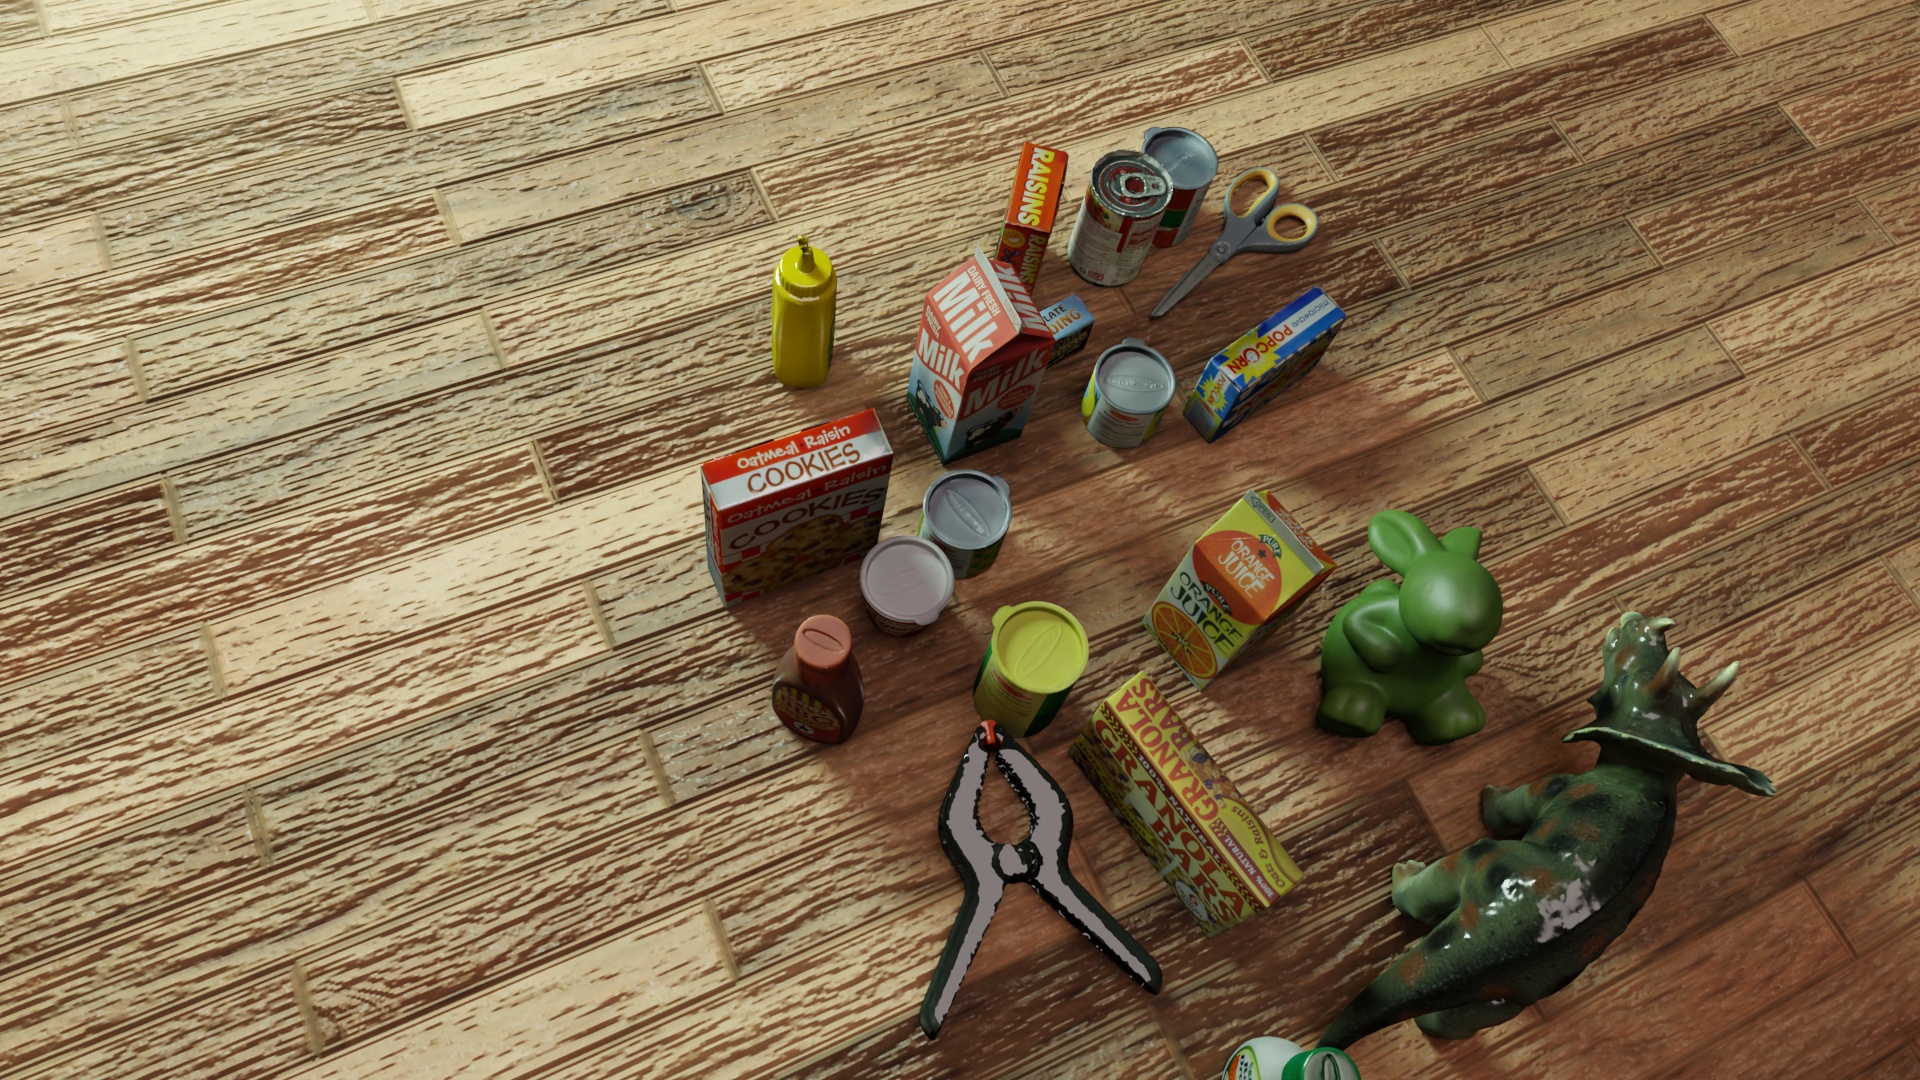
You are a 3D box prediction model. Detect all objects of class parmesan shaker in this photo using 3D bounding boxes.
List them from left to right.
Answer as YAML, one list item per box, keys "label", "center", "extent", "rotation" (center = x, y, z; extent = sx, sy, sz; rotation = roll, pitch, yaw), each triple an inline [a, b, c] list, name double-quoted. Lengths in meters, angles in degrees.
- label: "parmesan shaker"
  center: [0.046, 0.091, 0.979]
  extent: [0.071, 0.102, 0.071]
  rotation: [3, 65, -7]

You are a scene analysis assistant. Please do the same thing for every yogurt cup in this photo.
- label: "yogurt cup"
  center: [-0.041, 0.037, 1.019]
  extent: [0.072, 0.053, 0.072]
  rotation: [3, 65, -7]

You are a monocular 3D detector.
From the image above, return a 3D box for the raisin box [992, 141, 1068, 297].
- label: "raisin box"
  center: [0.052, -0.249, 1.129]
  extent: [0.040, 0.123, 0.086]
  rotation: [14, 64, -2]

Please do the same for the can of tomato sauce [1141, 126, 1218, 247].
- label: "can of tomato sauce"
  center: [0.176, -0.304, 1.195]
  extent: [0.071, 0.082, 0.071]
  rotation: [3, 65, -7]

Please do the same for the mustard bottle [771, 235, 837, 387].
- label: "mustard bottle"
  center: [-0.118, -0.177, 1.050]
  extent: [0.049, 0.159, 0.065]
  rotation: [2, 65, -7]

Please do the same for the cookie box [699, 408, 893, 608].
- label: "cookie box"
  center: [-0.116, -0.021, 0.972]
  extent: [0.123, 0.166, 0.040]
  rotation: [-20, 70, -16]

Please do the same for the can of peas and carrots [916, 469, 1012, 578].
- label: "can of peas and carrots"
  center: [0.004, -0.013, 1.046]
  extent: [0.071, 0.058, 0.071]
  rotation: [3, 65, -7]

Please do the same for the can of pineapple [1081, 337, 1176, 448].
- label: "can of pineapple"
  center: [0.135, -0.117, 1.115]
  extent: [0.071, 0.057, 0.071]
  rotation: [3, 65, -7]

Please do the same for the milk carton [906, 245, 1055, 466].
- label: "milk carton"
  center: [0.015, -0.137, 1.034]
  extent: [0.073, 0.189, 0.072]
  rotation: [-22, 70, -17]

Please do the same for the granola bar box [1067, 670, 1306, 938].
- label: "granola bar box"
  center: [0.146, 0.182, 0.939]
  extent: [0.039, 0.123, 0.166]
  rotation: [-32, 73, -20]

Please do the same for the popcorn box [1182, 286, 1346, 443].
- label: "popcorn box"
  center: [0.246, -0.142, 1.128]
  extent: [0.127, 0.085, 0.038]
  rotation: [-35, 74, -21]

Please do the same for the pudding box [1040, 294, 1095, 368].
- label: "pudding box"
  center: [0.066, -0.162, 1.131]
  extent: [0.084, 0.049, 0.030]
  rotation: [-30, 73, -20]

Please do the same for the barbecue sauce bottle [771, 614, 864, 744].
- label: "barbecue sauce bottle"
  center: [-0.094, 0.092, 0.933]
  extent: [0.065, 0.148, 0.044]
  rotation: [26, 64, 4]

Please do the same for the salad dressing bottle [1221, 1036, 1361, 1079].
- label: "salad dressing bottle"
  center: [0.204, 0.338, 0.860]
  extent: [0.044, 0.147, 0.064]
  rotation: [3, 65, -7]

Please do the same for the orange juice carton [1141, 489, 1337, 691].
- label: "orange juice carton"
  center: [0.198, 0.031, 0.979]
  extent: [0.073, 0.191, 0.072]
  rotation: [-34, 74, -21]
